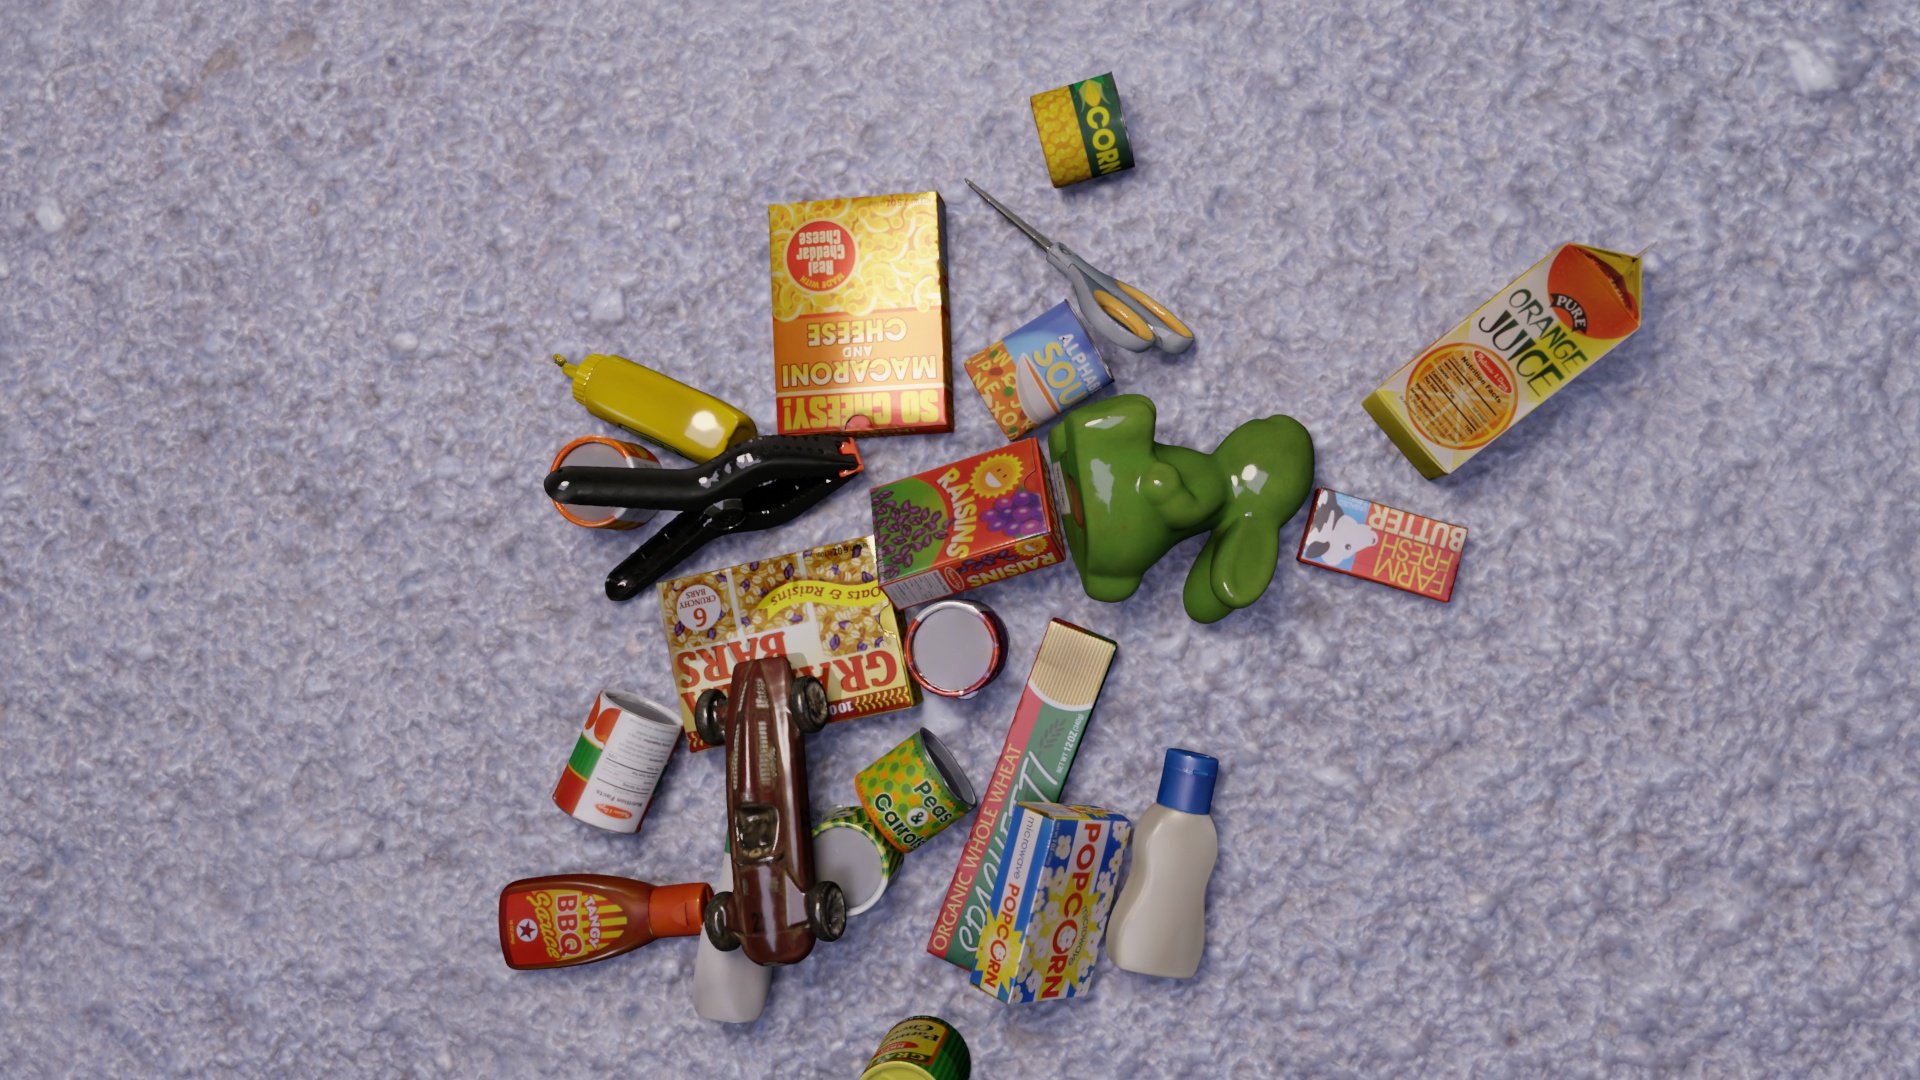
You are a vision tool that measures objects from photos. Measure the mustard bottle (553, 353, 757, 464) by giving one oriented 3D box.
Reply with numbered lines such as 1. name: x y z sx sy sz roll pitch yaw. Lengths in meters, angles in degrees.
1. mustard bottle: -0.226 -0.098 0.995 0.160 0.065 0.049 24 86 14

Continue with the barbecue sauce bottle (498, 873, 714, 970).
1. barbecue sauce bottle: -0.251 0.268 0.991 0.148 0.043 0.065 -7 86 7

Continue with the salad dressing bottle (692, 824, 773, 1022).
1. salad dressing bottle: -0.152 0.257 0.972 0.044 0.064 0.148 2 79 28

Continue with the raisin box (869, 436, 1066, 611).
1. raisin box: 0.003 -0.012 0.944 0.123 0.040 0.086 -17 50 12

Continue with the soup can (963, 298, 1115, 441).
1. soup can: 0.054 -0.114 0.950 0.084 0.071 0.071 -31 84 6

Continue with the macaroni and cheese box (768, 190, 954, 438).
1. macaroni and cheese box: -0.070 -0.157 0.984 0.124 0.040 0.166 -3 87 9

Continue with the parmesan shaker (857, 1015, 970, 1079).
1. parmesan shaker: -0.035 0.365 0.927 0.071 0.103 0.071 0 88 8

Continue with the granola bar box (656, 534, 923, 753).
1. granola bar box: -0.122 0.073 0.983 0.165 0.039 0.124 -13 86 8

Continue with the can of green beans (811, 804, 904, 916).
1. can of green beans: -0.077 0.222 0.961 0.071 0.058 0.071 0 88 8

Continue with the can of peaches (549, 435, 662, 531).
1. can of peaches: -0.255 -0.041 0.997 0.071 0.058 0.071 0 88 8

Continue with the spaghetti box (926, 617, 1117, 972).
1. spaghetti box: 0.042 0.178 0.961 0.050 0.028 0.250 21 91 9

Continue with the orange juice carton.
1. orange juice carton: 0.365 -0.127 0.906 0.192 0.072 0.073 -39 84 5

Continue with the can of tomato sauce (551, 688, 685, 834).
1. can of tomato sauce: -0.242 0.155 0.984 0.071 0.071 0.083 24 91 8

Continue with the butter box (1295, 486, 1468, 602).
1. butter box: 0.284 0.003 0.936 0.103 0.024 0.053 17 90 8

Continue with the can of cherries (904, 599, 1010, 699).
1. can of cherries: -0.001 0.076 0.956 0.071 0.058 0.071 0 88 8

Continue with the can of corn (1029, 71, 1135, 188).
1. can of corn: 0.084 -0.279 0.952 0.058 0.071 0.071 -14 86 8

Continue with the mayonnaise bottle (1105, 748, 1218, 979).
1. mayonnaise bottle: 0.142 0.216 0.937 0.065 0.041 0.148 13 88 -13

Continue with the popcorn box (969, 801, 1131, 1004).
1. popcorn box: 0.061 0.240 0.926 0.038 0.085 0.126 15 90 44

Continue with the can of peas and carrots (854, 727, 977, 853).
1. can of peas and carrots: -0.030 0.173 0.950 0.058 0.071 0.071 -36 84 6
